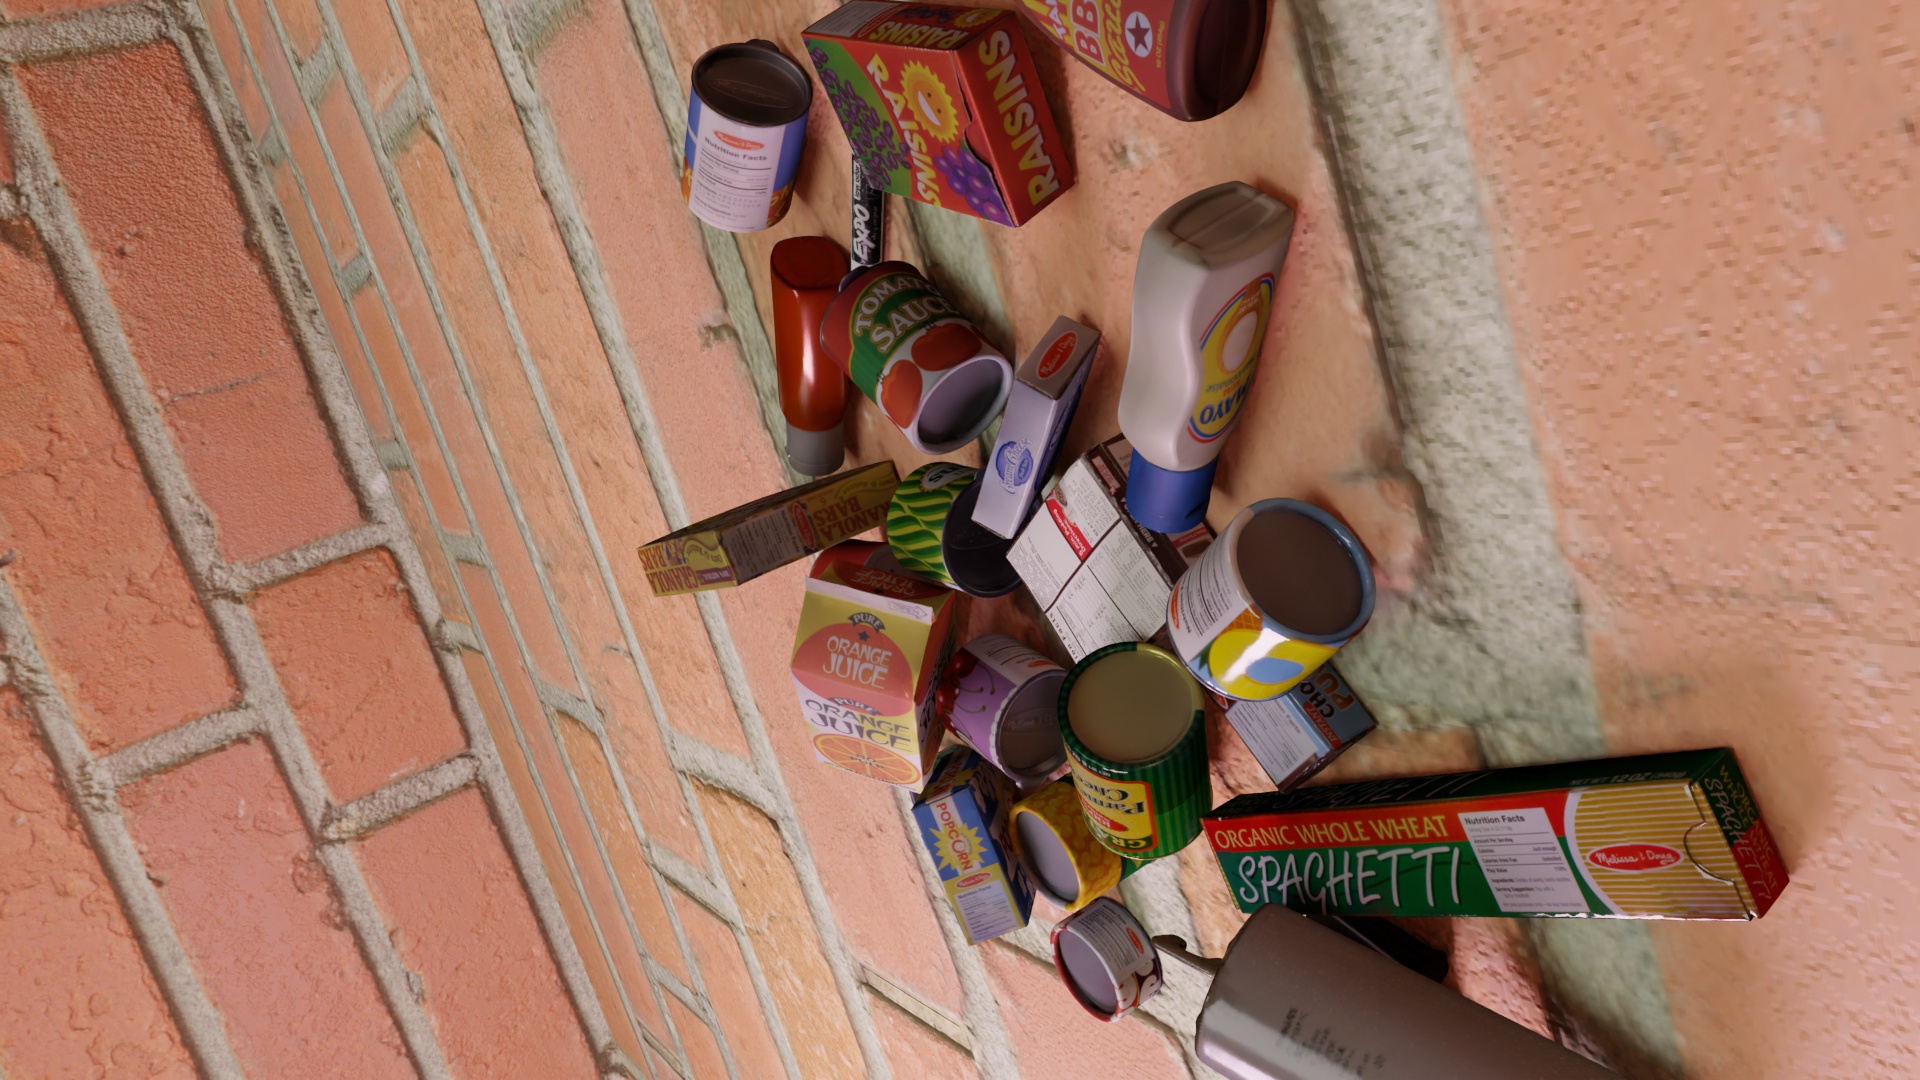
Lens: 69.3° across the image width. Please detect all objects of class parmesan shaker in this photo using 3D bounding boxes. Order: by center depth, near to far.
[{"bbox_3d":[0.082,0.098,0.655,0.071,0.071,0.102,45,165,33],"label":"parmesan shaker"}]

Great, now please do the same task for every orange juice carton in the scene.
[{"bbox_3d":[-0.046,0.073,0.794,0.072,0.073,0.191,15,152,9],"label":"orange juice carton"}]

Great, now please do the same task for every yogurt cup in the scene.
[{"bbox_3d":[-0.054,0.030,0.870,0.054,0.073,0.072,-9,103,52],"label":"yogurt cup"}]

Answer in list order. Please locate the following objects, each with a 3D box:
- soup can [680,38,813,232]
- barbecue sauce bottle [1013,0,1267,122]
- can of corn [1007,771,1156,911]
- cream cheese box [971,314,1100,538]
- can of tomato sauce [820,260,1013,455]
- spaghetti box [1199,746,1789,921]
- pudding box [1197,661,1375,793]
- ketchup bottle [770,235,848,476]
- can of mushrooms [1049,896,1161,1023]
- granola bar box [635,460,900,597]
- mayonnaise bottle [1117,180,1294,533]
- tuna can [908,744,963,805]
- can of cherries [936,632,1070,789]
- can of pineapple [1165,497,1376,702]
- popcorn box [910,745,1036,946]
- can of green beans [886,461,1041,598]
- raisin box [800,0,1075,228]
[{"bbox_3d":[-0.122,-0.229,0.789,0.071,0.071,0.083,55,150,19],"label":"soup can"},{"bbox_3d":[0.050,-0.216,0.531,0.149,0.044,0.064,43,149,36],"label":"barbecue sauce bottle"},{"bbox_3d":[0.068,0.160,0.765,0.071,0.058,0.070,39,141,40],"label":"can of corn"},{"bbox_3d":[0.036,-0.052,0.663,0.024,0.054,0.103,28,141,9],"label":"cream cheese box"},{"bbox_3d":[-0.023,-0.096,0.717,0.083,0.071,0.070,47,146,29],"label":"can of tomato sauce"},{"bbox_3d":[0.189,0.119,0.546,0.249,0.029,0.050,-24,89,58],"label":"spaghetti box"},{"bbox_3d":[0.136,0.063,0.608,0.084,0.030,0.049,55,151,20],"label":"pudding box"},{"bbox_3d":[-0.090,-0.106,0.843,0.065,0.043,0.148,-113,19,-45],"label":"ketchup bottle"},{"bbox_3d":[0.086,0.252,0.830,0.071,0.033,0.070,38,140,40],"label":"can of mushrooms"},{"bbox_3d":[-0.125,-0.006,0.895,0.165,0.125,0.039,-9,103,60],"label":"granola bar box"},{"bbox_3d":[0.092,-0.066,0.555,0.041,0.065,0.147,37,145,29],"label":"mayonnaise bottle"},{"bbox_3d":[-0.005,0.169,0.920,0.071,0.033,0.070,38,141,40],"label":"tuna can"},{"bbox_3d":[0.028,0.094,0.772,0.058,0.072,0.071,28,134,49],"label":"can of cherries"},{"bbox_3d":[0.126,0.025,0.561,0.071,0.071,0.057,57,150,16],"label":"can of pineapple"},{"bbox_3d":[0.013,0.174,0.820,0.127,0.038,0.085,-33,-80,-81],"label":"popcorn box"},{"bbox_3d":[0.002,-0.007,0.742,0.058,0.071,0.071,17,125,55],"label":"can of green beans"},{"bbox_3d":[-0.012,-0.196,0.629,0.123,0.040,0.085,29,152,47],"label":"raisin box"}]
